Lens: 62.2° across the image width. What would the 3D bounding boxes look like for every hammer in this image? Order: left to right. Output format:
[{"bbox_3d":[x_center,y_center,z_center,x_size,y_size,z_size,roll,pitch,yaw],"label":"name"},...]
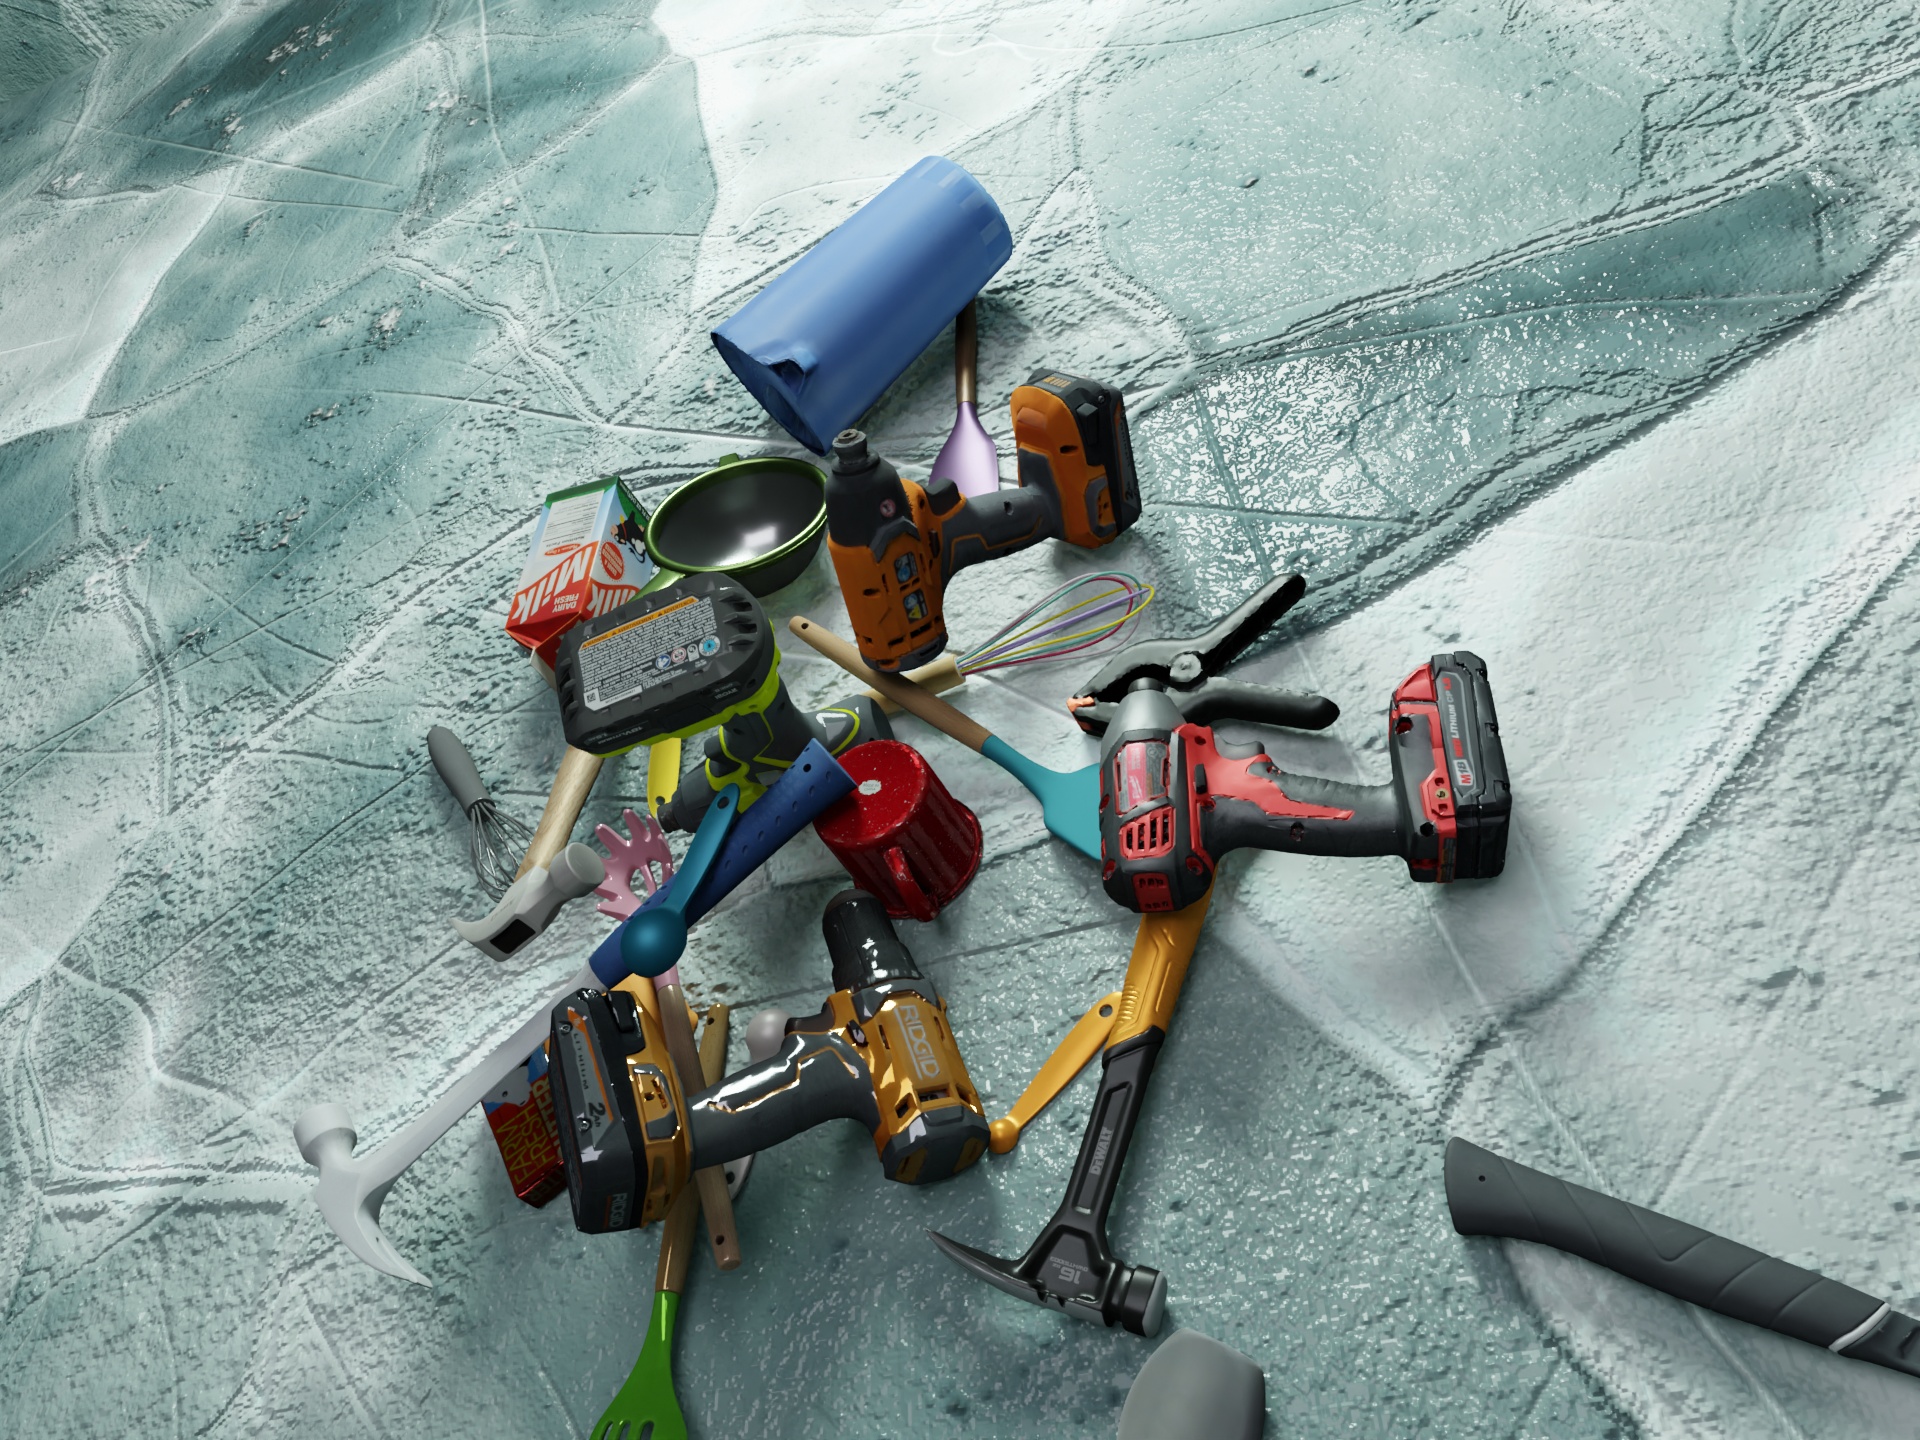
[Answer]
[{"bbox_3d":[-0.269,0.047,1.097,0.130,0.031,0.332,-38,23,20],"label":"hammer"},{"bbox_3d":[-0.222,0.164,0.956,0.405,0.035,0.144,-42,51,-3],"label":"hammer"},{"bbox_3d":[0.096,0.160,0.891,0.127,0.034,0.337,10,59,23],"label":"hammer"},{"bbox_3d":[0.401,0.257,0.666,0.409,0.036,0.149,14,61,34],"label":"hammer"}]

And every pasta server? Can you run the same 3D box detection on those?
[{"bbox_3d":[-0.175,0.182,0.958,0.060,0.040,0.317,-30,48,7],"label":"pasta server"}]

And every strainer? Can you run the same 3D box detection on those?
[{"bbox_3d":[-0.193,-0.102,1.202,0.152,0.069,0.256,19,53,34],"label":"strainer"}]

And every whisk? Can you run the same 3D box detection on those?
[{"bbox_3d":[-0.363,0.065,1.197,0.055,0.055,0.239,-41,44,-7],"label":"whisk"},{"bbox_3d":[0.018,-0.043,1.089,0.245,0.051,0.047,-22,54,14],"label":"whisk"}]

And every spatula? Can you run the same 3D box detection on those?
[{"bbox_3d":[-0.002,-0.003,1.046,0.318,0.044,0.082,31,68,29],"label":"spatula"},{"bbox_3d":[0.003,-0.269,1.287,0.060,0.018,0.316,-14,51,18],"label":"spatula"}]

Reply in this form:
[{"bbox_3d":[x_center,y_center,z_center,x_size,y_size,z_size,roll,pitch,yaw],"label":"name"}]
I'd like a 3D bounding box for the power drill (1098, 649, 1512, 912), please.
[{"bbox_3d":[0.186,0.030,0.895,0.219,0.078,0.143,-6,54,11],"label":"power drill"}]

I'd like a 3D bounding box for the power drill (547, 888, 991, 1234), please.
[{"bbox_3d":[-0.113,0.183,0.897,0.226,0.084,0.186,-5,48,-22],"label":"power drill"}]

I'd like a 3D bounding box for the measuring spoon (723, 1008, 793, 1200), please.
[{"bbox_3d":[-0.129,0.231,0.967,0.034,0.018,0.124,-3,55,25],"label":"measuring spoon"}]

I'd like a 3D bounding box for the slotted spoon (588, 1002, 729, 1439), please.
[{"bbox_3d":[-0.167,0.307,0.923,0.070,0.031,0.314,-13,49,23],"label":"slotted spoon"}]

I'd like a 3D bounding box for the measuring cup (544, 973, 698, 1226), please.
[{"bbox_3d":[-0.214,0.227,0.988,0.095,0.052,0.174,-24,46,9],"label":"measuring cup"}]

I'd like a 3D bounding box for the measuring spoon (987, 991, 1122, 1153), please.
[{"bbox_3d":[0.054,0.197,0.904,0.117,0.011,0.021,-47,49,-13],"label":"measuring spoon"}]

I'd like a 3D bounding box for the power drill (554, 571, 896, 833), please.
[{"bbox_3d":[-0.154,0.007,1.013,0.171,0.223,0.080,-22,61,9],"label":"power drill"}]

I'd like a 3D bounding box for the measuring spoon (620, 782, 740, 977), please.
[{"bbox_3d":[-0.165,0.089,0.937,0.042,0.021,0.129,11,66,31],"label":"measuring spoon"}]

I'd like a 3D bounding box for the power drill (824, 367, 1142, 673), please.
[{"bbox_3d":[0.009,-0.152,1.064,0.226,0.164,0.084,-33,38,-25],"label":"power drill"}]

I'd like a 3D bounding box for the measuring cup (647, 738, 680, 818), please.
[{"bbox_3d":[-0.219,0.004,1.181,0.062,0.029,0.157,9,65,-17],"label":"measuring cup"}]
